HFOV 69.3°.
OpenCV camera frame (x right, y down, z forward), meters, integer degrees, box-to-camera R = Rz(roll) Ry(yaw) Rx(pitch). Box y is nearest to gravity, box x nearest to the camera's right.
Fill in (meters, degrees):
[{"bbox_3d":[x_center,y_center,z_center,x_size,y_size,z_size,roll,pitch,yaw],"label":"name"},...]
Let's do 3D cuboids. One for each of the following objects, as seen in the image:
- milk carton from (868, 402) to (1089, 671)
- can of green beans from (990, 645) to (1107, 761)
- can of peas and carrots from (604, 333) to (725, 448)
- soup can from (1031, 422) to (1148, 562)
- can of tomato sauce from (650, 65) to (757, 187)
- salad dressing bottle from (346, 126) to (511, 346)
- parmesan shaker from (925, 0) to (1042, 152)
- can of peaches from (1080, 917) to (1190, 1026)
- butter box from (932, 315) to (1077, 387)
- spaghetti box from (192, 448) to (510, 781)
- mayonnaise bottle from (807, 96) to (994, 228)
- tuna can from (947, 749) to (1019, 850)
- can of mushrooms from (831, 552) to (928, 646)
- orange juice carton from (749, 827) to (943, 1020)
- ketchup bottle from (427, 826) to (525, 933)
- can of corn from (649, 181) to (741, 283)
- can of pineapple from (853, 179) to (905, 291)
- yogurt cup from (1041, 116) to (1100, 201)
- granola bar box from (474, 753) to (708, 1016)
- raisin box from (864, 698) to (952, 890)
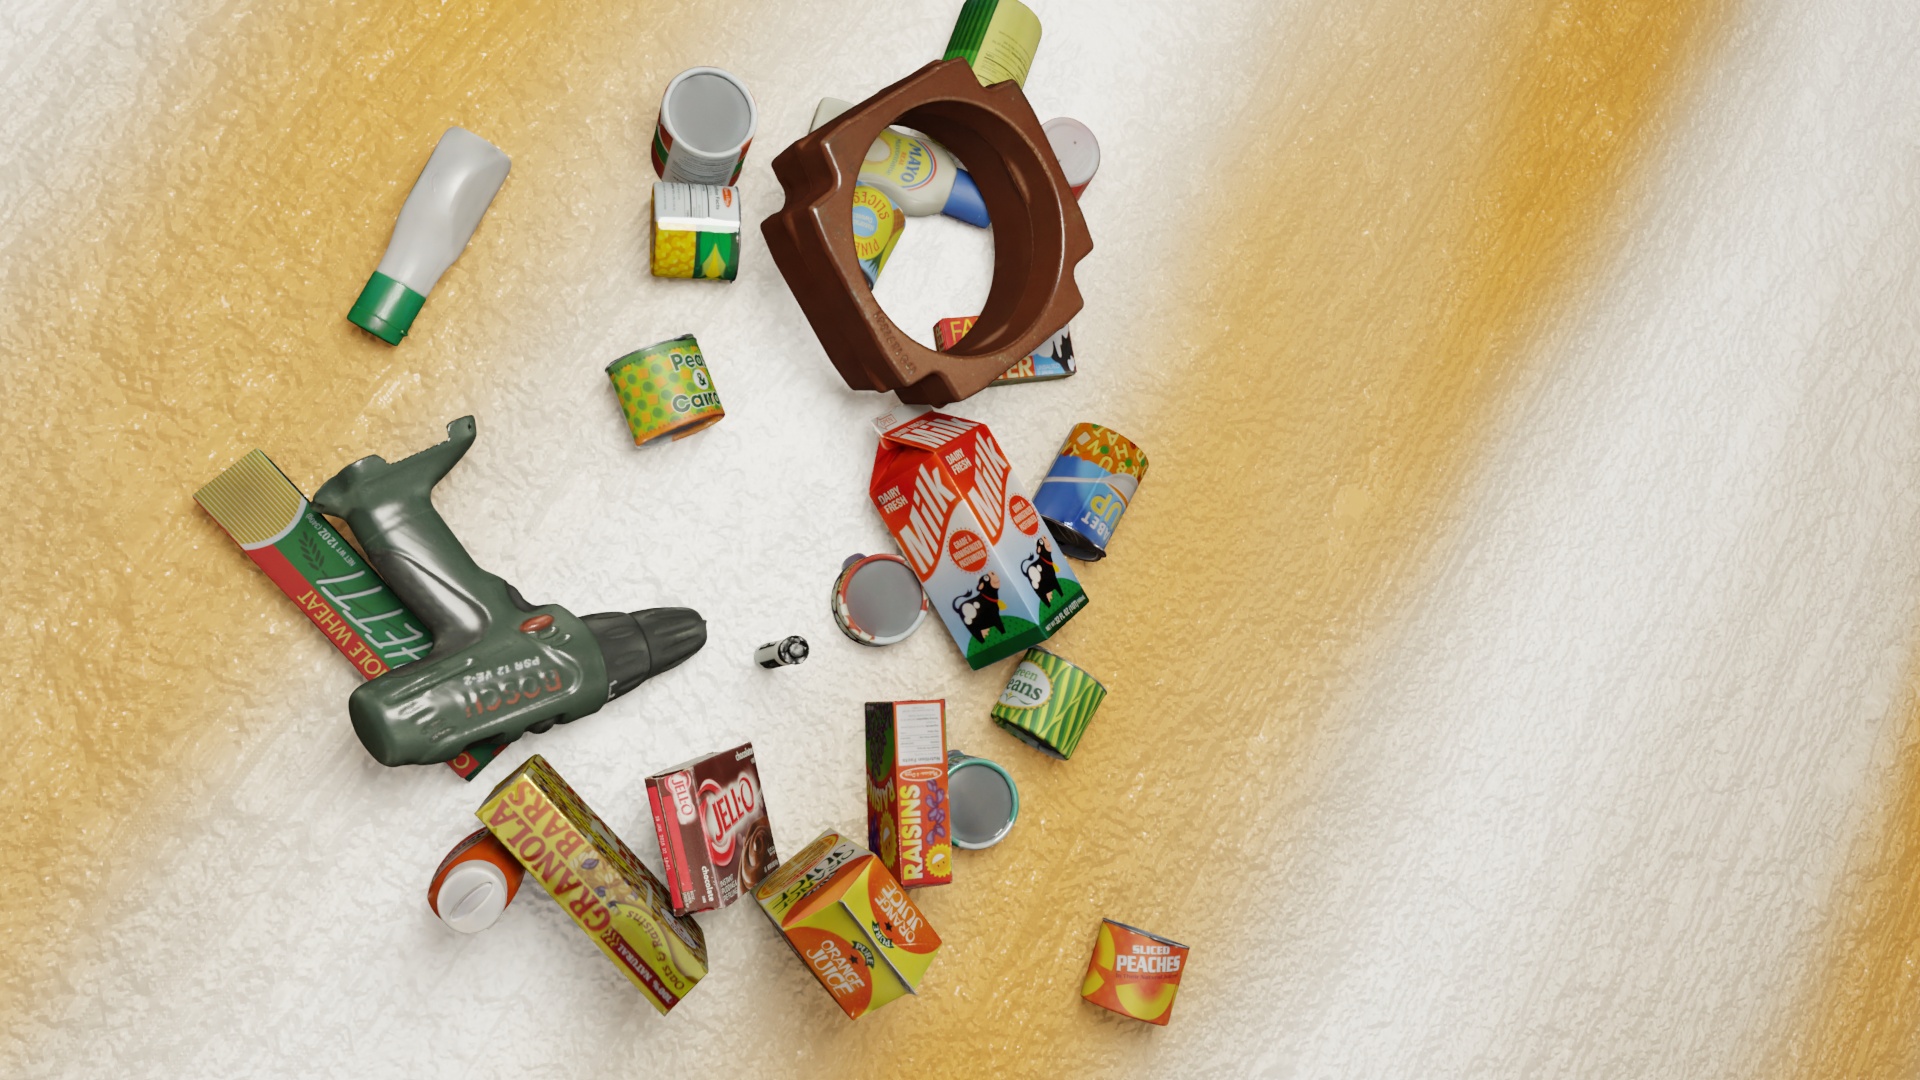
[{"bbox_3d":[0.004,-0.012,0.987,0.073,0.073,0.190,-33,94,-53],"label":"milk carton"},{"bbox_3d":[0.063,0.118,1.005,0.071,0.071,0.058,34,76,-10],"label":"can of green beans"},{"bbox_3d":[-0.200,-0.102,0.951,0.071,0.071,0.058,-21,91,-18],"label":"can of peas and carrots"},{"bbox_3d":[0.096,-0.035,1.032,0.071,0.071,0.084,33,75,-11],"label":"soup can"},{"bbox_3d":[-0.180,-0.286,0.974,0.071,0.083,0.071,2,83,-17],"label":"can of tomato sauce"},{"bbox_3d":[-0.355,-0.201,0.925,0.044,0.064,0.148,28,83,-4],"label":"salad dressing bottle"},{"bbox_3d":[0.018,-0.350,1.052,0.071,0.071,0.103,22,77,-13],"label":"parmesan shaker"},{"bbox_3d":[0.126,0.310,0.996,0.071,0.071,0.058,21,79,-13],"label":"can of peaches"},{"bbox_3d":[0.034,-0.145,1.051,0.104,0.024,0.053,-8,85,-18],"label":"butter box"},{"bbox_3d":[-0.386,0.050,0.897,0.050,0.028,0.250,-43,96,-18],"label":"spaghetti box"},{"bbox_3d":[-0.043,-0.275,1.036,0.148,0.041,0.065,18,77,-13],"label":"mayonnaise bottle"},{"bbox_3d":[0.006,0.185,0.996,0.071,0.032,0.071,2,83,-17],"label":"tuna can"},{"bbox_3d":[-0.059,0.041,0.995,0.071,0.033,0.071,2,83,-16],"label":"can of mushrooms"},{"bbox_3d":[-0.072,0.241,0.882,0.073,0.192,0.072,-37,96,-16],"label":"orange juice carton"},{"bbox_3d":[-0.293,0.208,0.842,0.065,0.148,0.043,-43,98,-17],"label":"ketchup bottle"},{"bbox_3d":[-0.187,-0.214,0.974,0.058,0.071,0.071,0,83,-16],"label":"can of corn"},{"bbox_3d":[-0.080,-0.220,1.003,0.071,0.071,0.058,28,76,-12],"label":"can of pineapple"},{"bbox_3d":[0.073,-0.289,1.066,0.072,0.054,0.072,2,84,-17],"label":"yogurt cup"},{"bbox_3d":[-0.228,0.210,0.874,0.039,0.124,0.165,-42,96,-12],"label":"granola bar box"},{"bbox_3d":[-0.037,0.172,0.957,0.040,0.086,0.123,-1,83,-18],"label":"raisin box"}]
